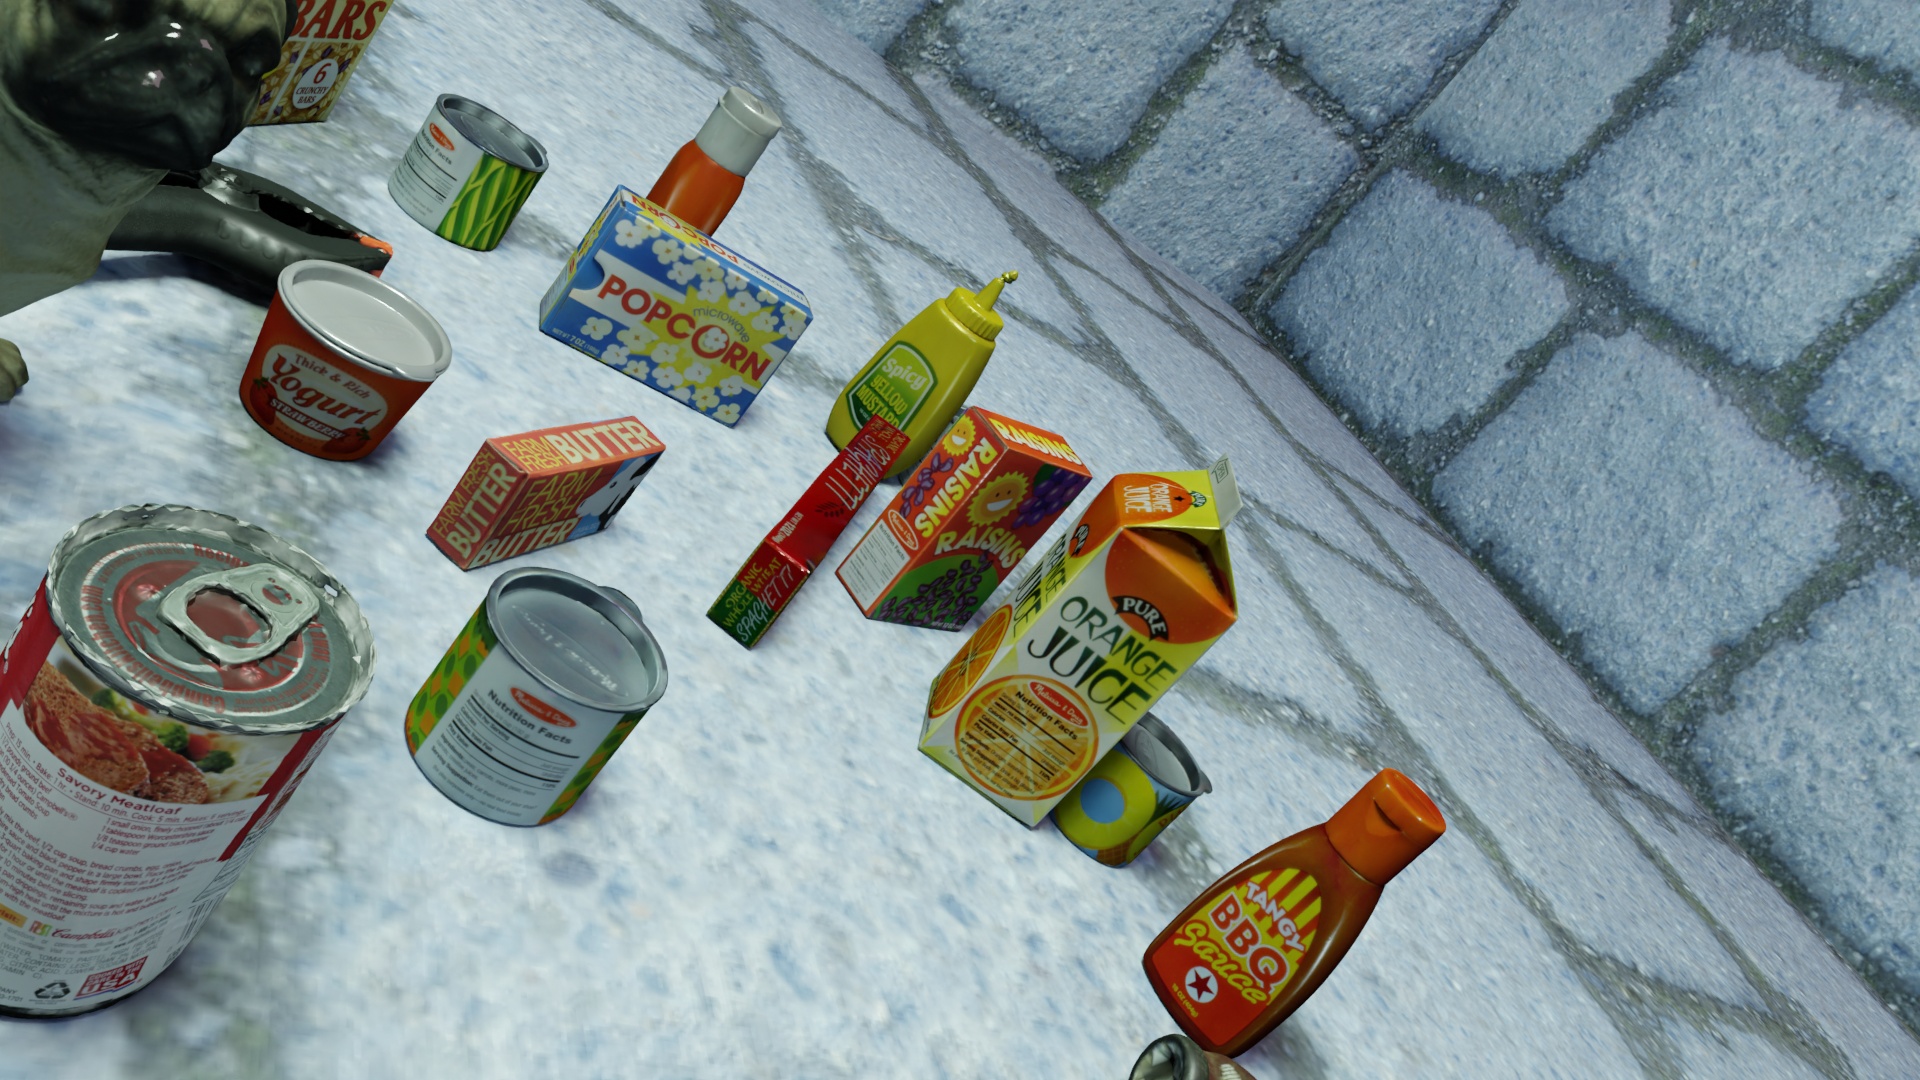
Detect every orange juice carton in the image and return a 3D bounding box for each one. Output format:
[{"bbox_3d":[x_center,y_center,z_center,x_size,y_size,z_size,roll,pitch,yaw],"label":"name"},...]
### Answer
[{"bbox_3d":[0.068,0.039,0.670,0.073,0.192,0.072,37,20,-10],"label":"orange juice carton"}]

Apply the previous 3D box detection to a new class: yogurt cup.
[{"bbox_3d":[-0.243,-0.069,0.544,0.072,0.053,0.073,35,20,-15],"label":"yogurt cup"}]

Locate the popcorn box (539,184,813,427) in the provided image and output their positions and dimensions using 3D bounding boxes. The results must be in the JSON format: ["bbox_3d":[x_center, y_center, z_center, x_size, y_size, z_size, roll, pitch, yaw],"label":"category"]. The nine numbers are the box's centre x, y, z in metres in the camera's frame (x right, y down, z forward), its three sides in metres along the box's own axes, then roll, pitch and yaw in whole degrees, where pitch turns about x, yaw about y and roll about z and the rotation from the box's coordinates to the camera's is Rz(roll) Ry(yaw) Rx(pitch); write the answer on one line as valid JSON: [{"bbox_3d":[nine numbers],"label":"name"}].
[{"bbox_3d":[-0.158,-0.129,0.778,0.126,0.085,0.038,27,23,-33],"label":"popcorn box"}]

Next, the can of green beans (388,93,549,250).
[{"bbox_3d":[-0.273,-0.203,0.770,0.071,0.057,0.071,35,20,-15],"label":"can of green beans"}]

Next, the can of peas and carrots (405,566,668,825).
[{"bbox_3d":[-0.141,0.051,0.467,0.071,0.058,0.071,35,20,-15],"label":"can of peas and carrots"}]

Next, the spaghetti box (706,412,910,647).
[{"bbox_3d":[-0.073,-0.014,0.740,0.028,0.050,0.251,39,20,-5],"label":"spaghetti box"}]

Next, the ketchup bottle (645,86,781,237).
[{"bbox_3d":[-0.163,-0.197,0.821,0.043,0.148,0.065,29,22,-29],"label":"ketchup bottle"}]

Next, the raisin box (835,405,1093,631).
[{"bbox_3d":[0.003,-0.010,0.758,0.086,0.123,0.040,14,32,-51],"label":"raisin box"}]

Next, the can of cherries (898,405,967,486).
[{"bbox_3d":[0.003,-0.047,0.932,0.071,0.058,0.072,35,20,-15],"label":"can of cherries"}]

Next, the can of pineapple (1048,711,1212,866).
[{"bbox_3d":[0.083,0.126,0.714,0.071,0.057,0.071,35,20,-15],"label":"can of pineapple"}]

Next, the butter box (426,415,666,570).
[{"bbox_3d":[-0.170,-0.022,0.579,0.024,0.053,0.104,43,20,8],"label":"butter box"}]

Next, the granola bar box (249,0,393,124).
[{"bbox_3d":[-0.342,-0.262,0.672,0.039,0.124,0.166,39,20,-5],"label":"granola bar box"}]

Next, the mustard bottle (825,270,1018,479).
[{"bbox_3d":[-0.019,-0.112,0.882,0.065,0.159,0.049,46,20,15],"label":"mustard bottle"}]

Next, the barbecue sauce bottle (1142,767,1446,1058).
[{"bbox_3d":[0.151,0.163,0.622,0.044,0.148,0.065,11,35,-55],"label":"barbecue sauce bottle"}]
